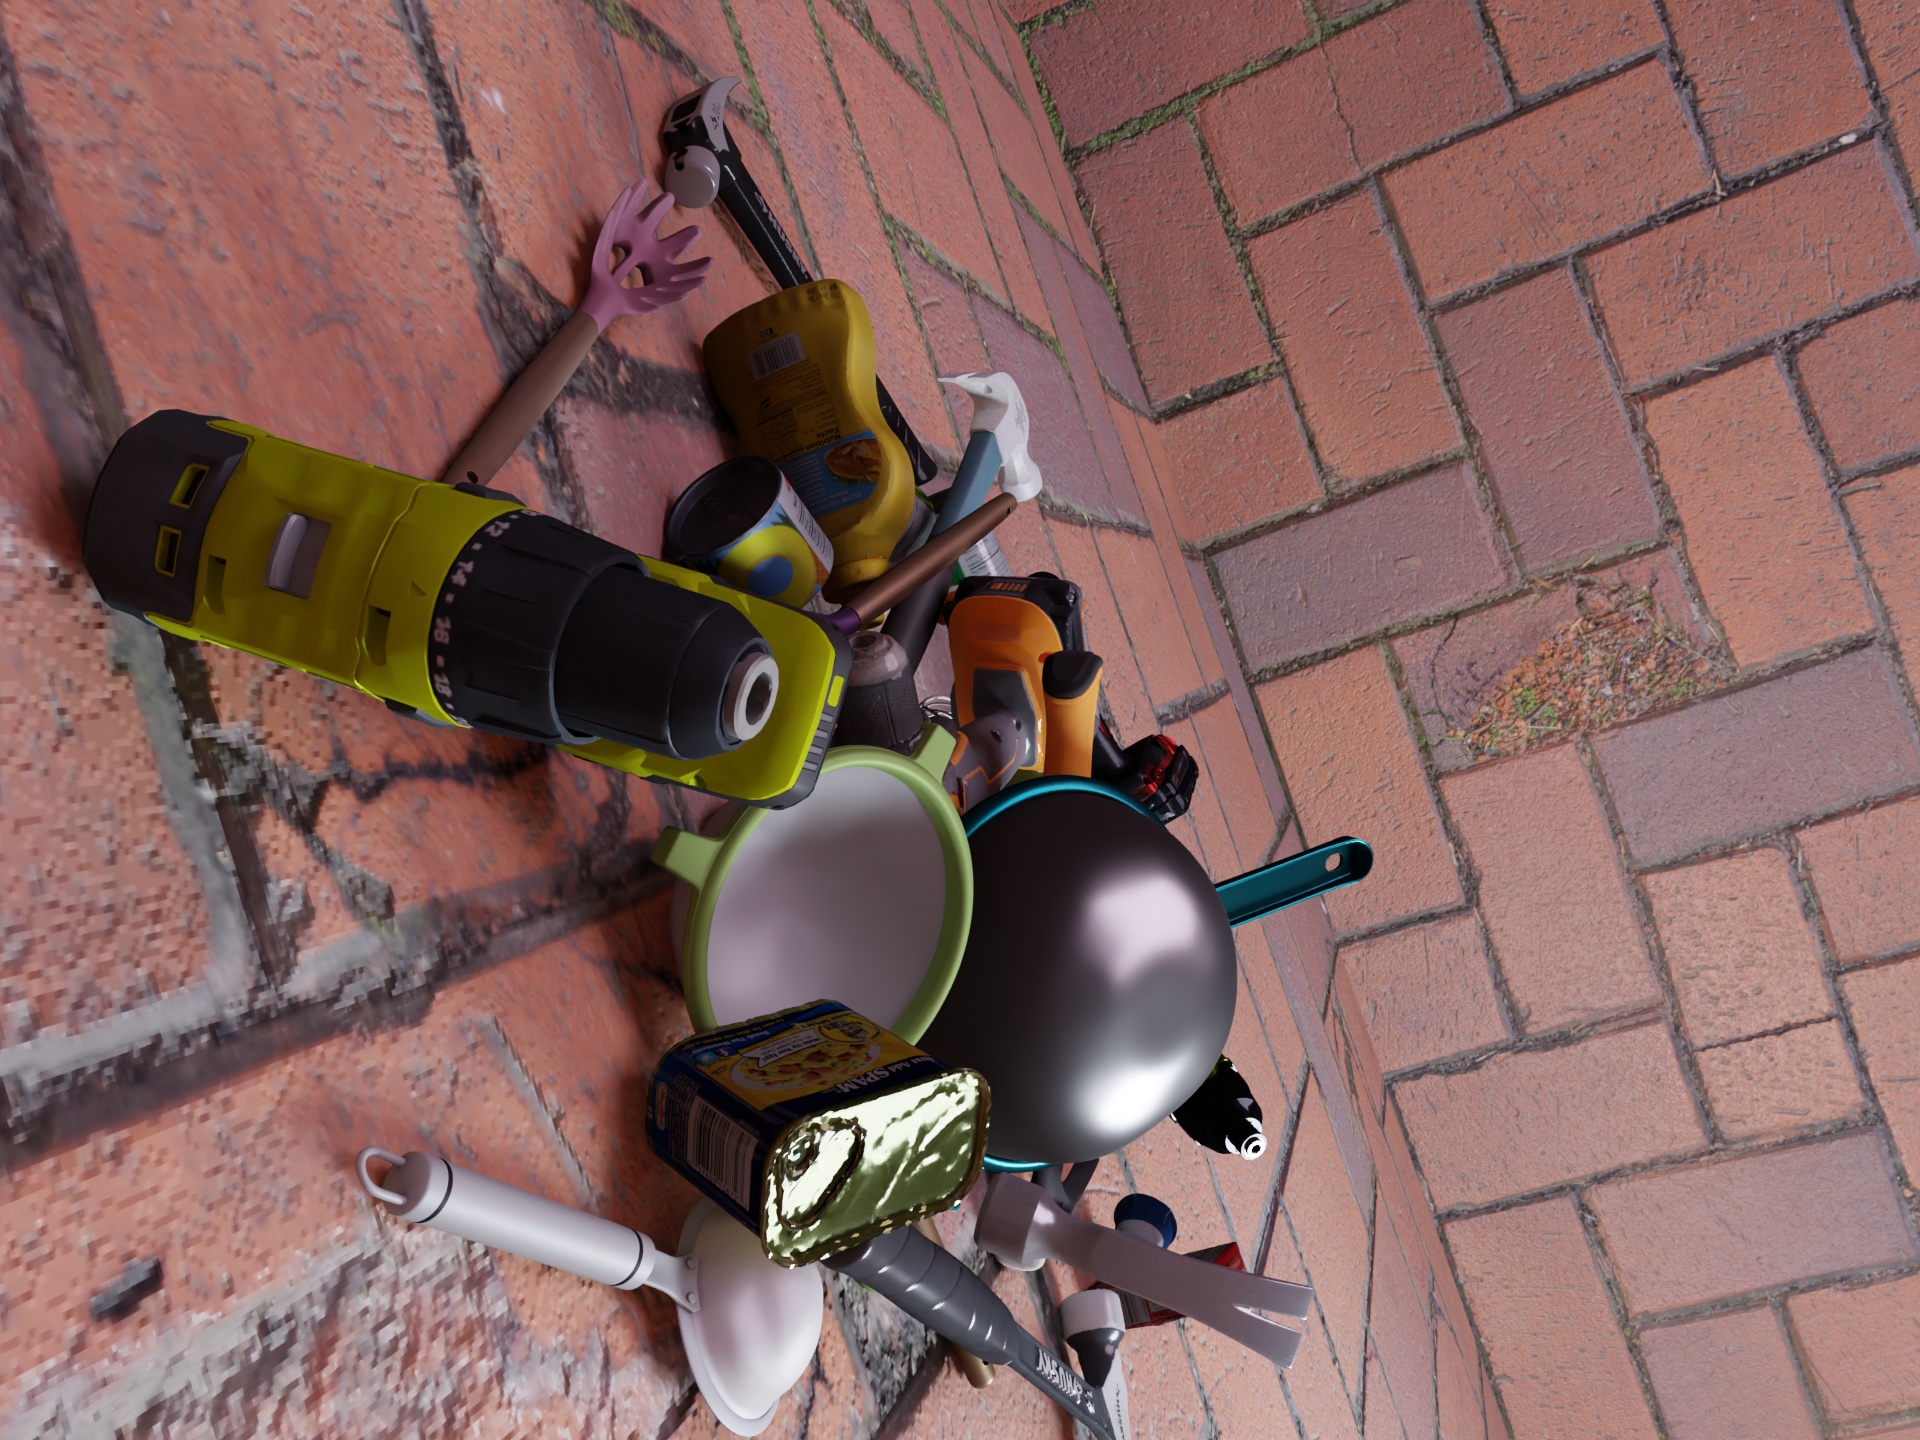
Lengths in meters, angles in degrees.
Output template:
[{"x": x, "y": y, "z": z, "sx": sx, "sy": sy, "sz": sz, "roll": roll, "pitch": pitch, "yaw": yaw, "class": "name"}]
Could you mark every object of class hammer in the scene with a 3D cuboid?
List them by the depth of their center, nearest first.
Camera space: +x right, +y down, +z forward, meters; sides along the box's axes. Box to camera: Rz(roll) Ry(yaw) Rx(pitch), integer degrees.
[{"x": 0.022, "y": 0.299, "z": 0.751, "sx": 0.408, "sy": 0.036, "sz": 0.149, "roll": 58, "pitch": 19, "yaw": -51, "class": "hammer"}, {"x": 0.101, "y": 0.280, "z": 0.852, "sx": 0.405, "sy": 0.144, "sz": 0.035, "roll": 63, "pitch": 47, "yaw": -73, "class": "hammer"}, {"x": 0.057, "y": 0.127, "z": 0.896, "sx": 0.127, "sy": 0.034, "sz": 0.337, "roll": -28, "pitch": 122, "yaw": -70, "class": "hammer"}, {"x": -0.015, "y": -0.093, "z": 0.972, "sx": 0.128, "sy": 0.033, "sz": 0.331, "roll": 71, "pitch": 31, "yaw": -44, "class": "hammer"}, {"x": -0.099, "y": -0.282, "z": 1.091, "sx": 0.334, "sy": 0.035, "sz": 0.146, "roll": 54, "pitch": 24, "yaw": -44, "class": "hammer"}]

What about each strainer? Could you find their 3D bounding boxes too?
[{"x": -0.106, "y": 0.184, "z": 0.537, "sx": 0.258, "sy": 0.050, "sz": 0.087, "roll": 45, "pitch": 29, "yaw": -49, "class": "strainer"}, {"x": -0.064, "y": 0.129, "z": 0.688, "sx": 0.151, "sy": 0.069, "sz": 0.256, "roll": -23, "pitch": 116, "yaw": -40, "class": "strainer"}, {"x": 0.121, "y": 0.123, "z": 0.835, "sx": 0.340, "sy": 0.095, "sz": 0.211, "roll": -15, "pitch": 104, "yaw": -31, "class": "strainer"}]

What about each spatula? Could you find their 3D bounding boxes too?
[{"x": -0.046, "y": -0.065, "z": 0.839, "sx": 0.316, "sy": 0.018, "sz": 0.059, "roll": -42, "pitch": 143, "yaw": -50, "class": "spatula"}]

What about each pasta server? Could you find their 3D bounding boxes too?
[{"x": -0.174, "y": -0.174, "z": 0.726, "sx": 0.060, "sy": 0.040, "sz": 0.316, "roll": 49, "pitch": 26, "yaw": -24, "class": "pasta server"}]

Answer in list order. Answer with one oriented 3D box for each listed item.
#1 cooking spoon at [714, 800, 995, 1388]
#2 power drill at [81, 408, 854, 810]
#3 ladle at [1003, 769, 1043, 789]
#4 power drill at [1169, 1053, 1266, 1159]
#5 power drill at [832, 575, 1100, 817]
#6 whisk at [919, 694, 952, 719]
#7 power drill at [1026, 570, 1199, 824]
[{"x": -0.048, "y": 0.182, "z": 0.758, "sx": 0.069, "sy": 0.017, "sz": 0.319, "roll": -38, "pitch": 108, "yaw": -58, "class": "cooking spoon"}, {"x": -0.118, "y": -0.023, "z": 0.496, "sx": 0.228, "sy": 0.190, "sz": 0.080, "roll": 24, "pitch": 83, "yaw": -74, "class": "power drill"}, {"x": 0.082, "y": 0.130, "z": 1.214, "sx": 0.078, "sy": 0.062, "sz": 0.319, "roll": -80, "pitch": 154, "yaw": -54, "class": "ladle"}, {"x": 0.148, "y": 0.200, "z": 1.140, "sx": 0.171, "sy": 0.080, "sz": 0.223, "roll": 42, "pitch": -24, "yaw": 60, "class": "power drill"}, {"x": -0.001, "y": -0.003, "z": 0.876, "sx": 0.226, "sy": 0.084, "sz": 0.185, "roll": -53, "pitch": 140, "yaw": -48, "class": "power drill"}, {"x": 0.020, "y": 0.095, "z": 1.040, "sx": 0.059, "sy": 0.058, "sz": 0.246, "roll": -37, "pitch": 114, "yaw": -37, "class": "whisk"}, {"x": 0.100, "y": -0.021, "z": 1.305, "sx": 0.226, "sy": 0.080, "sz": 0.188, "roll": 54, "pitch": 21, "yaw": -6, "class": "power drill"}]
